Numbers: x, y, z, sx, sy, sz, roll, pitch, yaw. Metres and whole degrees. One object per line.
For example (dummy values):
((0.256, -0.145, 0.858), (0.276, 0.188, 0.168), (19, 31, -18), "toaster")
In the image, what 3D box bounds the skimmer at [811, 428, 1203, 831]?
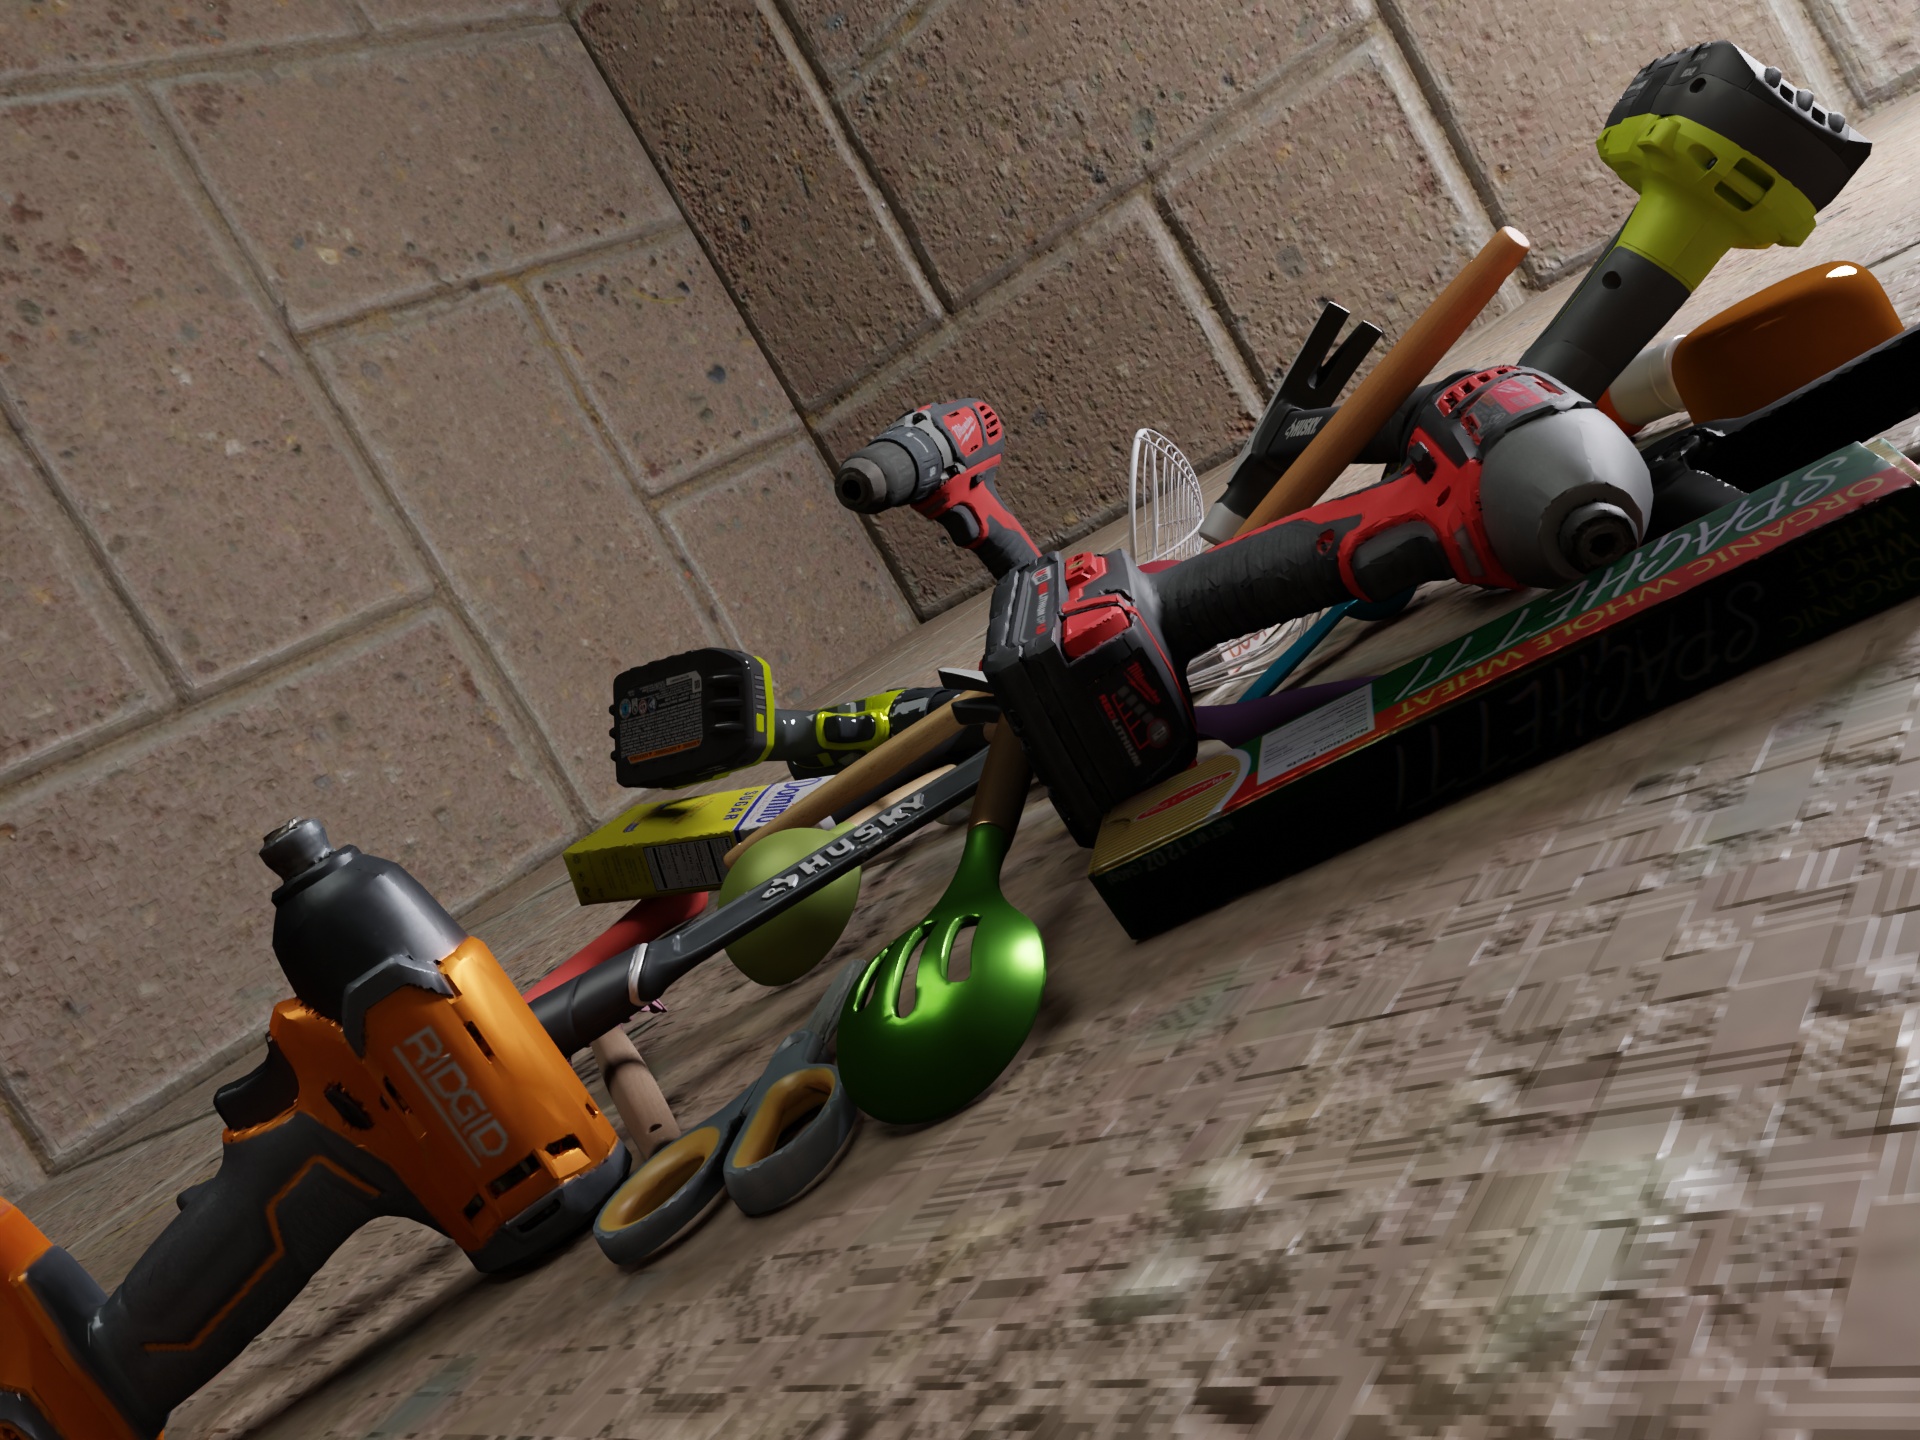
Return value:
((0.029, -0.055, 1.021), (0.363, 0.127, 0.090), (-38, 51, -20), "skimmer")

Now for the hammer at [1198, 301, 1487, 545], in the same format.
((0.188, -0.142, 0.758), (0.146, 0.035, 0.335), (-61, 5, 7), "hammer")

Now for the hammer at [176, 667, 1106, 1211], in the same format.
((-0.112, 0.089, 0.640), (0.409, 0.036, 0.149), (-30, 27, -18), "hammer")

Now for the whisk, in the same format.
((0.079, -0.010, 0.818), (0.246, 0.059, 0.057), (-32, -34, 23), "whisk")

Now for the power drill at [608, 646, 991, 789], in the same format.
((-0.099, 0.004, 1.070), (0.190, 0.080, 0.228), (-13, -12, 42), "power drill")

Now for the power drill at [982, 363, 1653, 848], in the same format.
((0.122, -0.046, 0.548), (0.219, 0.078, 0.143), (-25, 20, 13), "power drill")

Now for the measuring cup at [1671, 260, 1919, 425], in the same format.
((0.388, -0.180, 0.683), (0.173, 0.052, 0.095), (-32, 6, -1), "measuring cup")

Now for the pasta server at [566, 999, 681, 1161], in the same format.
((-0.142, 0.148, 0.676), (0.060, 0.040, 0.316), (-32, 10, -15), "pasta server")

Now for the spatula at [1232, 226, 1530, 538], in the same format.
((0.120, -0.084, 0.675), (0.081, 0.041, 0.322), (-39, -10, -46), "spatula")

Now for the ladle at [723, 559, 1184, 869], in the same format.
((-0.001, -0.003, 0.873), (0.315, 0.031, 0.069), (-33, 6, 10), "ladle")

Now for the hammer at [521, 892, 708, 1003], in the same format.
((-0.251, 0.173, 0.930), (0.149, 0.036, 0.359), (-26, 7, 32), "hammer")

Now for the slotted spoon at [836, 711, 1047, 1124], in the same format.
((0.011, 0.032, 0.571), (0.070, 0.031, 0.314), (-21, 19, 19), "slotted spoon")

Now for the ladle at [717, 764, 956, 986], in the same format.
((-0.043, 0.066, 0.850), (0.078, 0.062, 0.320), (-40, -4, 18), "ladle")

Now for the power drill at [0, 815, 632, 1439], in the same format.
((-0.245, 0.147, 0.516), (0.226, 0.164, 0.084), (-33, 7, -11), "power drill")

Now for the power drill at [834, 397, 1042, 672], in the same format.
((0.010, -0.113, 1.111), (0.080, 0.226, 0.188), (-27, 6, 33), "power drill")

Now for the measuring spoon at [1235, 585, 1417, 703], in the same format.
((0.168, -0.032, 0.731), (0.128, 0.021, 0.042), (-42, 10, -19), "measuring spoon")

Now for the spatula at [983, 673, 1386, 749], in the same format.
((0.091, 0.001, 0.691), (0.060, 0.018, 0.316), (-32, 13, -25), "spatula")

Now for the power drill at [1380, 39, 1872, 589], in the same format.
((0.271, -0.172, 0.701), (0.223, 0.080, 0.171), (-56, 5, 17), "power drill")
